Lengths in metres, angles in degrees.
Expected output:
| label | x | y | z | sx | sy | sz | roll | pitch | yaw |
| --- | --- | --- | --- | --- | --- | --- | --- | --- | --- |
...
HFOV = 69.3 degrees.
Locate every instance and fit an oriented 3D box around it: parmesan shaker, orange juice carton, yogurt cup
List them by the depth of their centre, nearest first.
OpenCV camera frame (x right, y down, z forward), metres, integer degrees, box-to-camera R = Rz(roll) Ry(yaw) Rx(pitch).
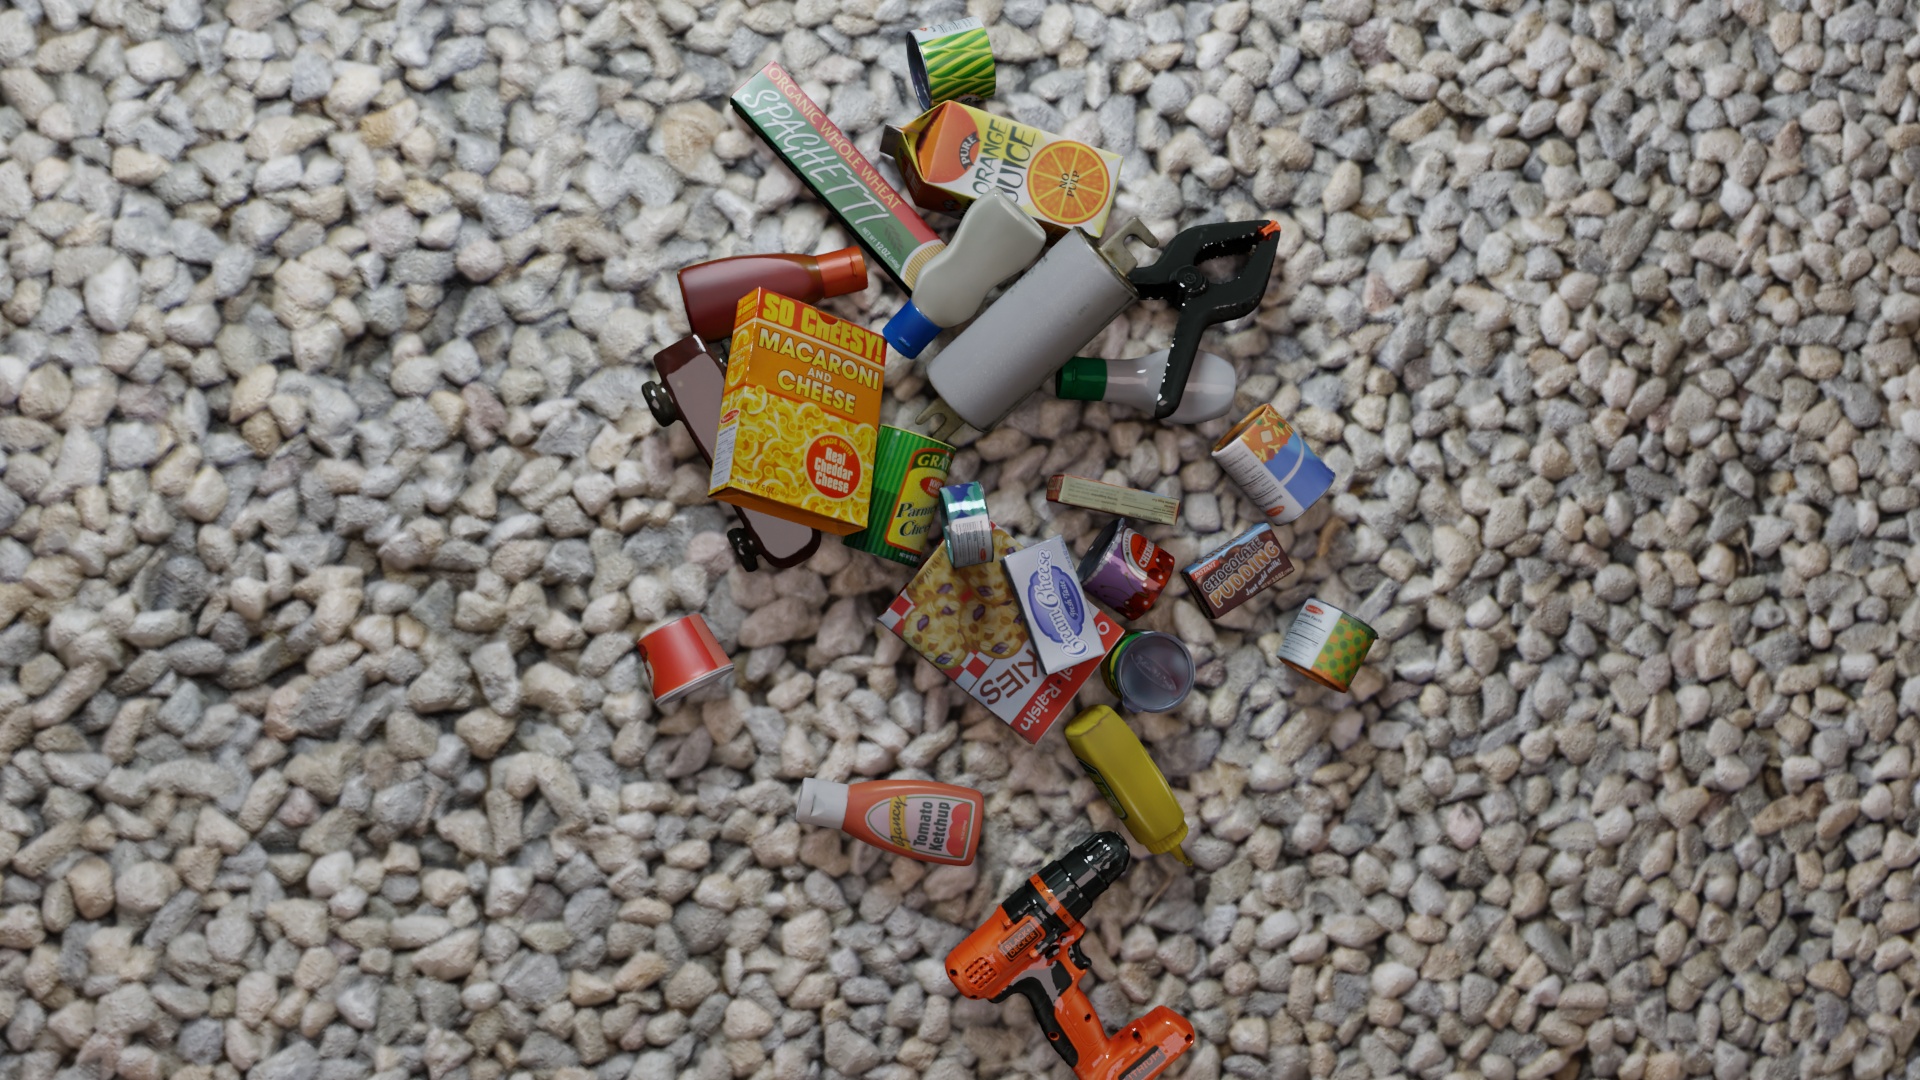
| label | x | y | z | sx | sy | sz | roll | pitch | yaw |
| --- | --- | --- | --- | --- | --- | --- | --- | --- | --- |
| yogurt cup | -0.222 | 0.093 | 1.106 | 0.072 | 0.072 | 0.054 | -26 | 85 | -7 |
| parmesan shaker | -0.049 | -0.035 | 1.132 | 0.071 | 0.071 | 0.103 | 18 | 89 | -7 |
| orange juice carton | 0.027 | -0.302 | 1.142 | 0.193 | 0.072 | 0.073 | 16 | 87 | -8 |

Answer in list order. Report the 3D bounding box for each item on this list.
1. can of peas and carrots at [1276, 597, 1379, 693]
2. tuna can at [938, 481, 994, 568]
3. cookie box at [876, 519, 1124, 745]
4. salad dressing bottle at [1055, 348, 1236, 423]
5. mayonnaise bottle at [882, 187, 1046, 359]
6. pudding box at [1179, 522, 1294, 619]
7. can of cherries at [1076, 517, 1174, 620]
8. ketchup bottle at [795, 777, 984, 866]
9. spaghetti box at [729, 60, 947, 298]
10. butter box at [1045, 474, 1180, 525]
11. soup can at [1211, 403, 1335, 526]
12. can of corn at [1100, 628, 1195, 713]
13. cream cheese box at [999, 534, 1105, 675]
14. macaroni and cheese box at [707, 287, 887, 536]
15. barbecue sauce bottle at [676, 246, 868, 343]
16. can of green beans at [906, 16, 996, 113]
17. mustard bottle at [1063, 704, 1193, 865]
| label | x | y | z | sx | sy | sz | roll | pitch | yaw |
| --- | --- | --- | --- | --- | --- | --- | --- | --- | --- |
| can of peas and carrots | 0.313 | 0.090 | 1.181 | 0.071 | 0.071 | 0.059 | 31 | 86 | -7 |
| tuna can | 0.004 | -0.014 | 1.101 | 0.033 | 0.071 | 0.071 | -10 | 91 | -6 |
| cookie box | 0.034 | 0.070 | 1.154 | 0.167 | 0.040 | 0.123 | 39 | 84 | -5 |
| salad dressing bottle | 0.155 | -0.133 | 1.173 | 0.148 | 0.044 | 0.064 | 4 | 87 | -7 |
| mayonnaise bottle | -0.002 | -0.209 | 1.109 | 0.064 | 0.041 | 0.147 | 40 | 109 | -16 |
| pudding box | 0.237 | 0.026 | 1.188 | 0.084 | 0.030 | 0.049 | -31 | 93 | -8 |
| can of cherries | 0.137 | 0.023 | 1.154 | 0.058 | 0.071 | 0.071 | 34 | 85 | -7 |
| ketchup bottle | -0.058 | 0.224 | 1.137 | 0.149 | 0.043 | 0.064 | 11 | 88 | -7 |
| spaghetti box | -0.088 | -0.287 | 1.147 | 0.050 | 0.028 | 0.250 | -44 | 95 | -7 |
| butter box | 0.127 | -0.034 | 1.162 | 0.103 | 0.053 | 0.024 | 11 | 91 | -7 |
| soup can | 0.266 | -0.066 | 1.177 | 0.071 | 0.071 | 0.084 | -44 | 95 | -6 |
| can of corn | 0.154 | 0.110 | 1.161 | 0.071 | 0.058 | 0.071 | 0 | 90 | -8 |
| cream cheese box | 0.075 | 0.053 | 1.126 | 0.053 | 0.024 | 0.103 | -21 | 91 | -7 |
| macaroni and cheese box | -0.123 | -0.100 | 1.088 | 0.124 | 0.040 | 0.167 | 17 | 69 | -34 |
| barbecue sauce bottle | -0.151 | -0.206 | 1.130 | 0.149 | 0.044 | 0.064 | -15 | 99 | -9 |
| can of green beans | -0.008 | -0.391 | 1.141 | 0.058 | 0.071 | 0.071 | -16 | 92 | -8 |
| mustard bottle | 0.148 | 0.212 | 1.157 | 0.049 | 0.065 | 0.160 | -36 | 98 | -11 |
